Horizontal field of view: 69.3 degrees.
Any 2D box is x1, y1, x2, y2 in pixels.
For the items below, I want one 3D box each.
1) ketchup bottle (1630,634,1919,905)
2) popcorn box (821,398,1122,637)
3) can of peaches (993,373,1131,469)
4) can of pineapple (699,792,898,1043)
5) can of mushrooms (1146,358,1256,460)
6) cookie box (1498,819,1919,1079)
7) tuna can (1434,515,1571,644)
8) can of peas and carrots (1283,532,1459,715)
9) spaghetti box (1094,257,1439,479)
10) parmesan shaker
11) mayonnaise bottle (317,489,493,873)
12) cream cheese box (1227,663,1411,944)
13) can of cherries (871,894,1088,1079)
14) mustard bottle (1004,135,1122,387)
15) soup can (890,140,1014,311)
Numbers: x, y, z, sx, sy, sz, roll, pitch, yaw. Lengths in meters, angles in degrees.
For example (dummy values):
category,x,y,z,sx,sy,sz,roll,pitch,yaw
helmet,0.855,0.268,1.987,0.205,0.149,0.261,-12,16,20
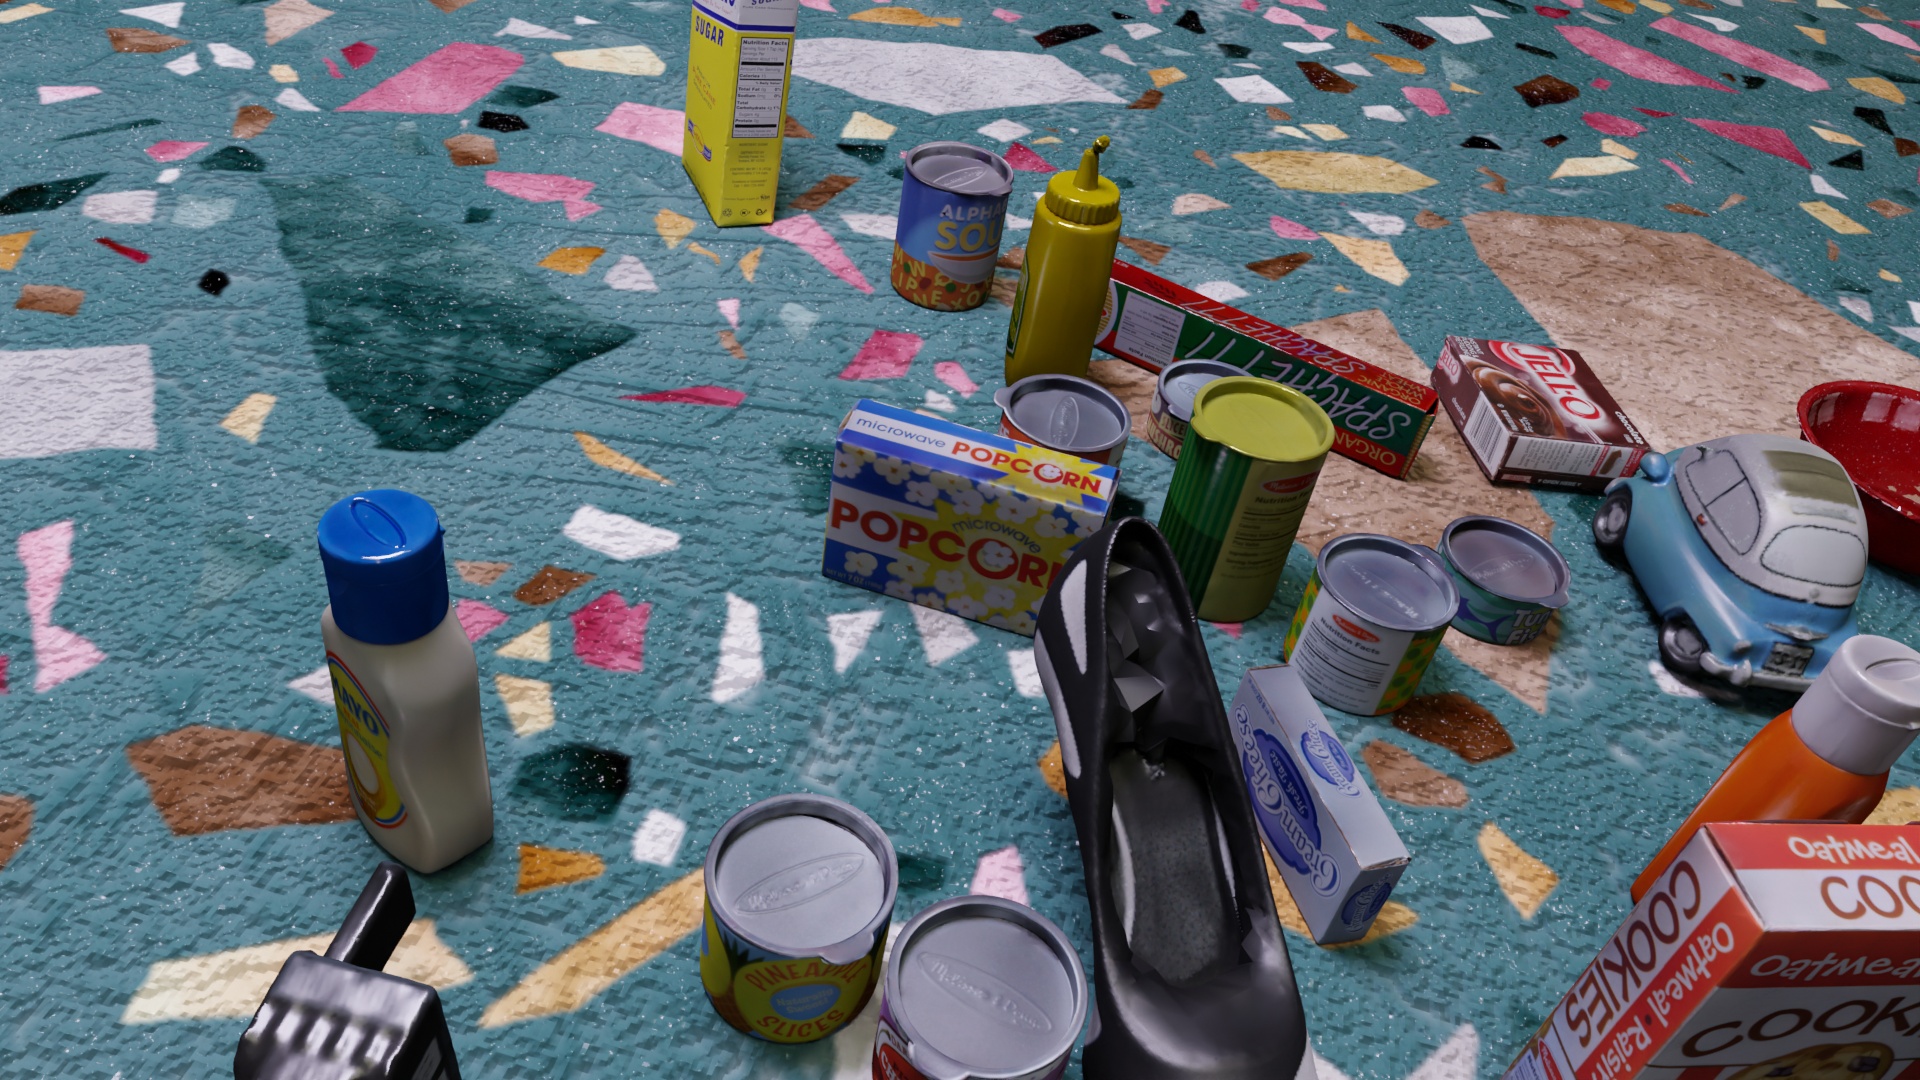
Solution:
category,x,y,z,sx,sy,sz,roll,pitch,yaw
ketchup bottle,0.323,0.101,0.541,0.065,0.148,0.044,-7,43,-20
popcorn box,0.002,-0.008,0.644,0.127,0.084,0.038,16,40,6
can of peaches,0.048,-0.045,0.718,0.071,0.057,0.071,6,40,-5
can of pineapple,-0.057,0.134,0.486,0.071,0.057,0.071,6,40,-5
can of mushrooms,0.139,-0.071,0.789,0.071,0.033,0.071,6,40,-5
cookie box,0.262,0.156,0.449,0.123,0.166,0.040,2,41,-10
tuna can,0.276,0.022,0.713,0.071,0.032,0.071,6,40,-5
can of peas and carrots,0.193,0.038,0.654,0.071,0.058,0.071,6,40,-5
spaghetti box,0.158,-0.111,0.827,0.250,0.049,0.029,27,42,18
parmesan shaker,0.130,-0.019,0.672,0.071,0.102,0.072,6,40,-5
mayonnaise bottle,-0.195,0.049,0.484,0.065,0.147,0.041,36,46,27
cream cheese box,0.141,0.106,0.567,0.024,0.053,0.104,-5,42,-18
can of cherries,0.003,0.164,0.464,0.071,0.058,0.072,6,40,-5
mustard bottle,0.058,-0.151,0.766,0.049,0.159,0.066,7,40,-5
soup can,-0.005,-0.193,0.859,0.071,0.083,0.072,6,40,-5
